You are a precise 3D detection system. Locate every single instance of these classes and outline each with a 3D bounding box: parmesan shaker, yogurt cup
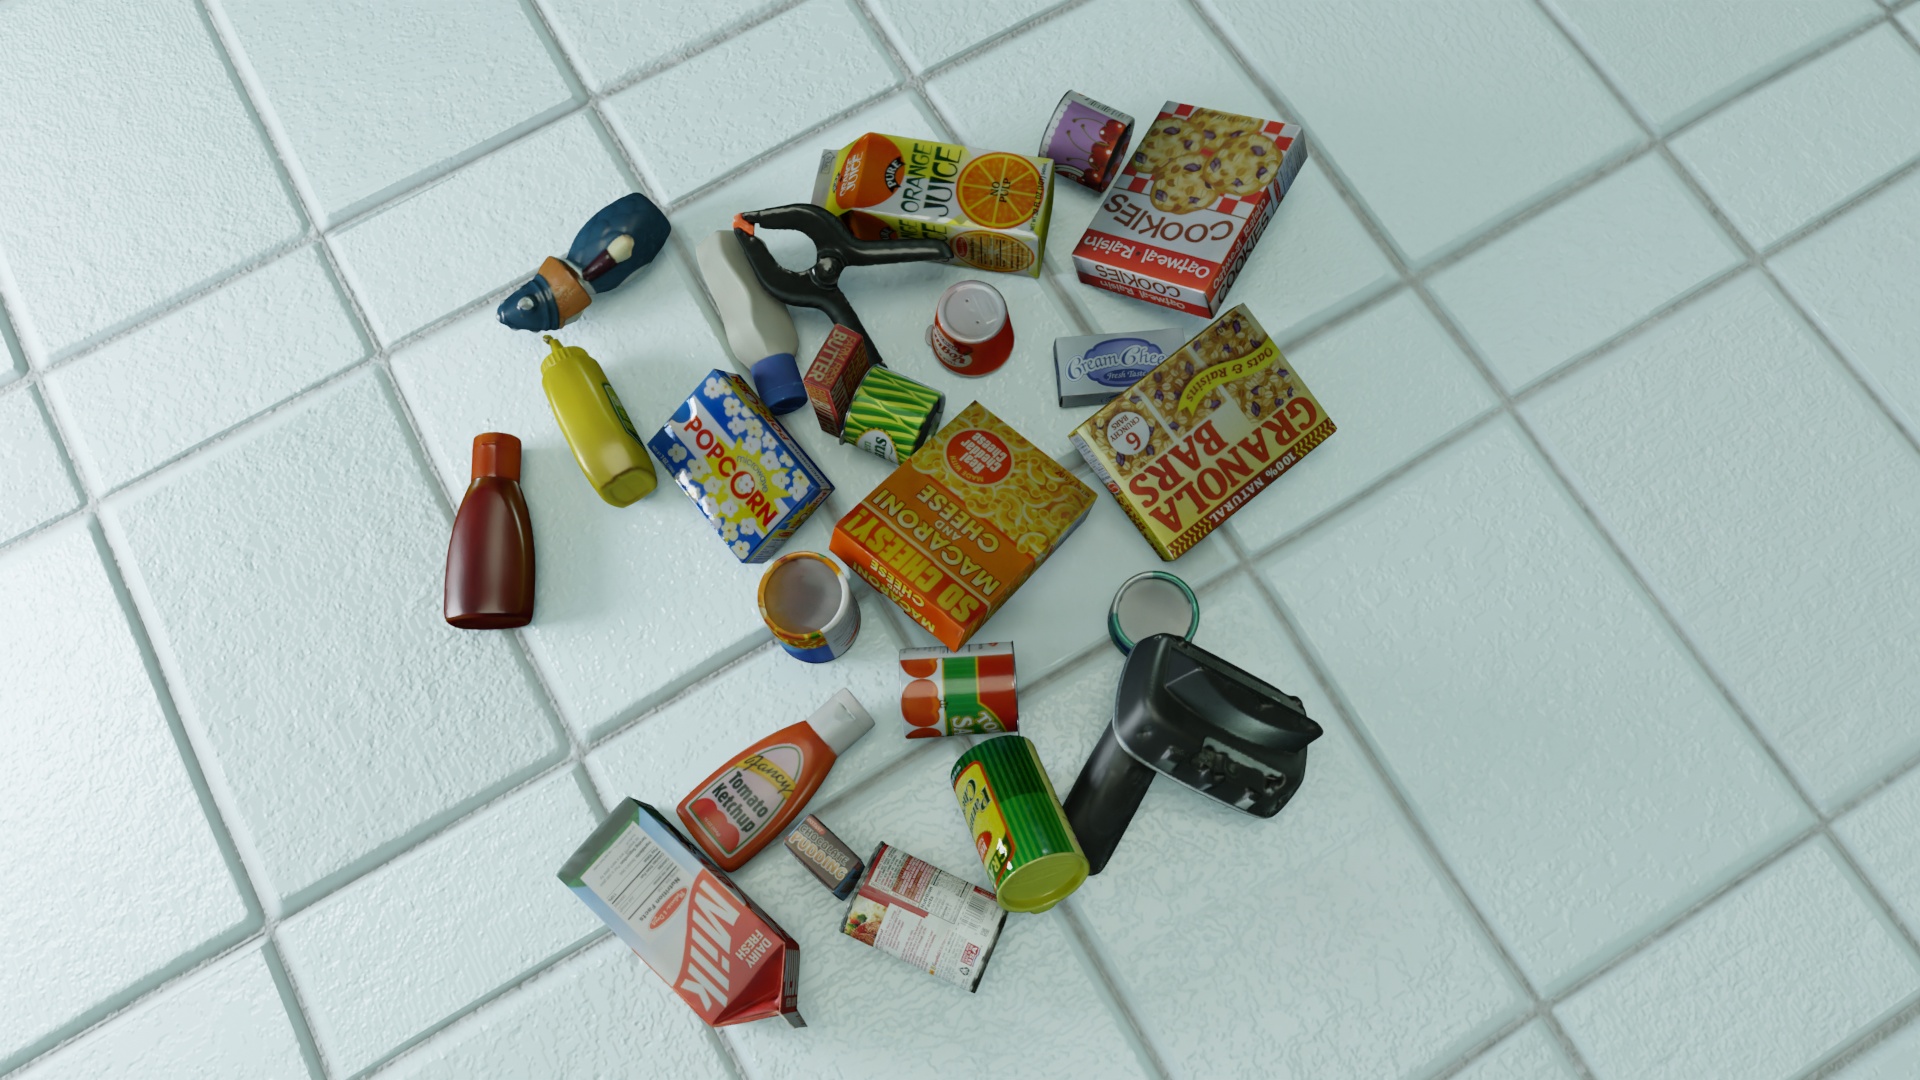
[{"bbox_3d":[0.039,0.196,0.959,0.071,0.071,0.103,-21,48,-5],"label":"parmesan shaker"},{"bbox_3d":[0.009,-0.169,1.095,0.072,0.053,0.072,0,73,0],"label":"yogurt cup"}]

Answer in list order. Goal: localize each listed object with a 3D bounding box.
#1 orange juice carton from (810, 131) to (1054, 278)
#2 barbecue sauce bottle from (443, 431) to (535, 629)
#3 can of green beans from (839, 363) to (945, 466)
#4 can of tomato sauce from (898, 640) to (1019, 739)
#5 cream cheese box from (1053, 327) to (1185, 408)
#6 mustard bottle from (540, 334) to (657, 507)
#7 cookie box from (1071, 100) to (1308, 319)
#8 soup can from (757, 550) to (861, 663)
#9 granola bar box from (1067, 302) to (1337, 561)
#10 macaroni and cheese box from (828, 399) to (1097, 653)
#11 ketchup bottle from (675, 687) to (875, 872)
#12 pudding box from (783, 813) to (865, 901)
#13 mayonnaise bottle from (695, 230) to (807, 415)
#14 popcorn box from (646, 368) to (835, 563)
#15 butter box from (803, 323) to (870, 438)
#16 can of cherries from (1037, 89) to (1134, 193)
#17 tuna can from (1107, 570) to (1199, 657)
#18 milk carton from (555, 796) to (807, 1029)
[{"bbox_3d":[-0.024,-0.272,1.117,0.193,0.073,0.072,10,74,5],"label":"orange juice carton"},{"bbox_3d":[-0.356,-0.008,1.058,0.065,0.043,0.149,-3,72,0],"label":"barbecue sauce bottle"},{"bbox_3d":[-0.051,-0.094,1.067,0.058,0.071,0.071,24,75,8],"label":"can of green beans"},{"bbox_3d":[-0.001,0.110,1.003,0.083,0.071,0.071,-4,73,1],"label":"can of tomato sauce"},{"bbox_3d":[0.127,-0.137,1.098,0.104,0.024,0.053,-5,72,-1],"label":"cream cheese box"},{"bbox_3d":[-0.289,-0.102,1.077,0.049,0.065,0.160,-30,71,-3],"label":"mustard bottle"},{"bbox_3d":[0.183,-0.266,1.109,0.123,0.040,0.168,23,73,31],"label":"cookie box"},{"bbox_3d":[-0.112,0.049,1.015,0.071,0.083,0.071,0,73,2],"label":"soup can"},{"bbox_3d":[0.184,-0.082,1.057,0.166,0.039,0.124,-38,92,-9],"label":"granola bar box"},{"bbox_3d":[0.004,-0.013,1.027,0.124,0.040,0.167,38,57,12],"label":"macaroni and cheese box"},{"bbox_3d":[-0.129,0.167,1.000,0.149,0.043,0.065,-40,76,-11],"label":"ketchup bottle"},{"bbox_3d":[-0.093,0.220,0.962,0.050,0.083,0.030,40,75,12],"label":"pudding box"},{"bbox_3d":[-0.160,-0.172,1.097,0.041,0.065,0.148,-29,74,32],"label":"mayonnaise bottle"},{"bbox_3d":[-0.167,-0.056,1.055,0.085,0.038,0.127,-45,76,17],"label":"popcorn box"},{"bbox_3d":[-0.091,-0.119,1.056,0.024,0.103,0.053,26,76,9],"label":"butter box"},{"bbox_3d":[0.102,-0.324,1.136,0.058,0.071,0.071,26,76,8],"label":"can of cherries"},{"bbox_3d":[0.145,0.059,1.033,0.071,0.032,0.071,0,73,2],"label":"tuna can"},{"bbox_3d":[-0.178,0.268,0.955,0.191,0.072,0.073,39,78,13],"label":"milk carton"}]
